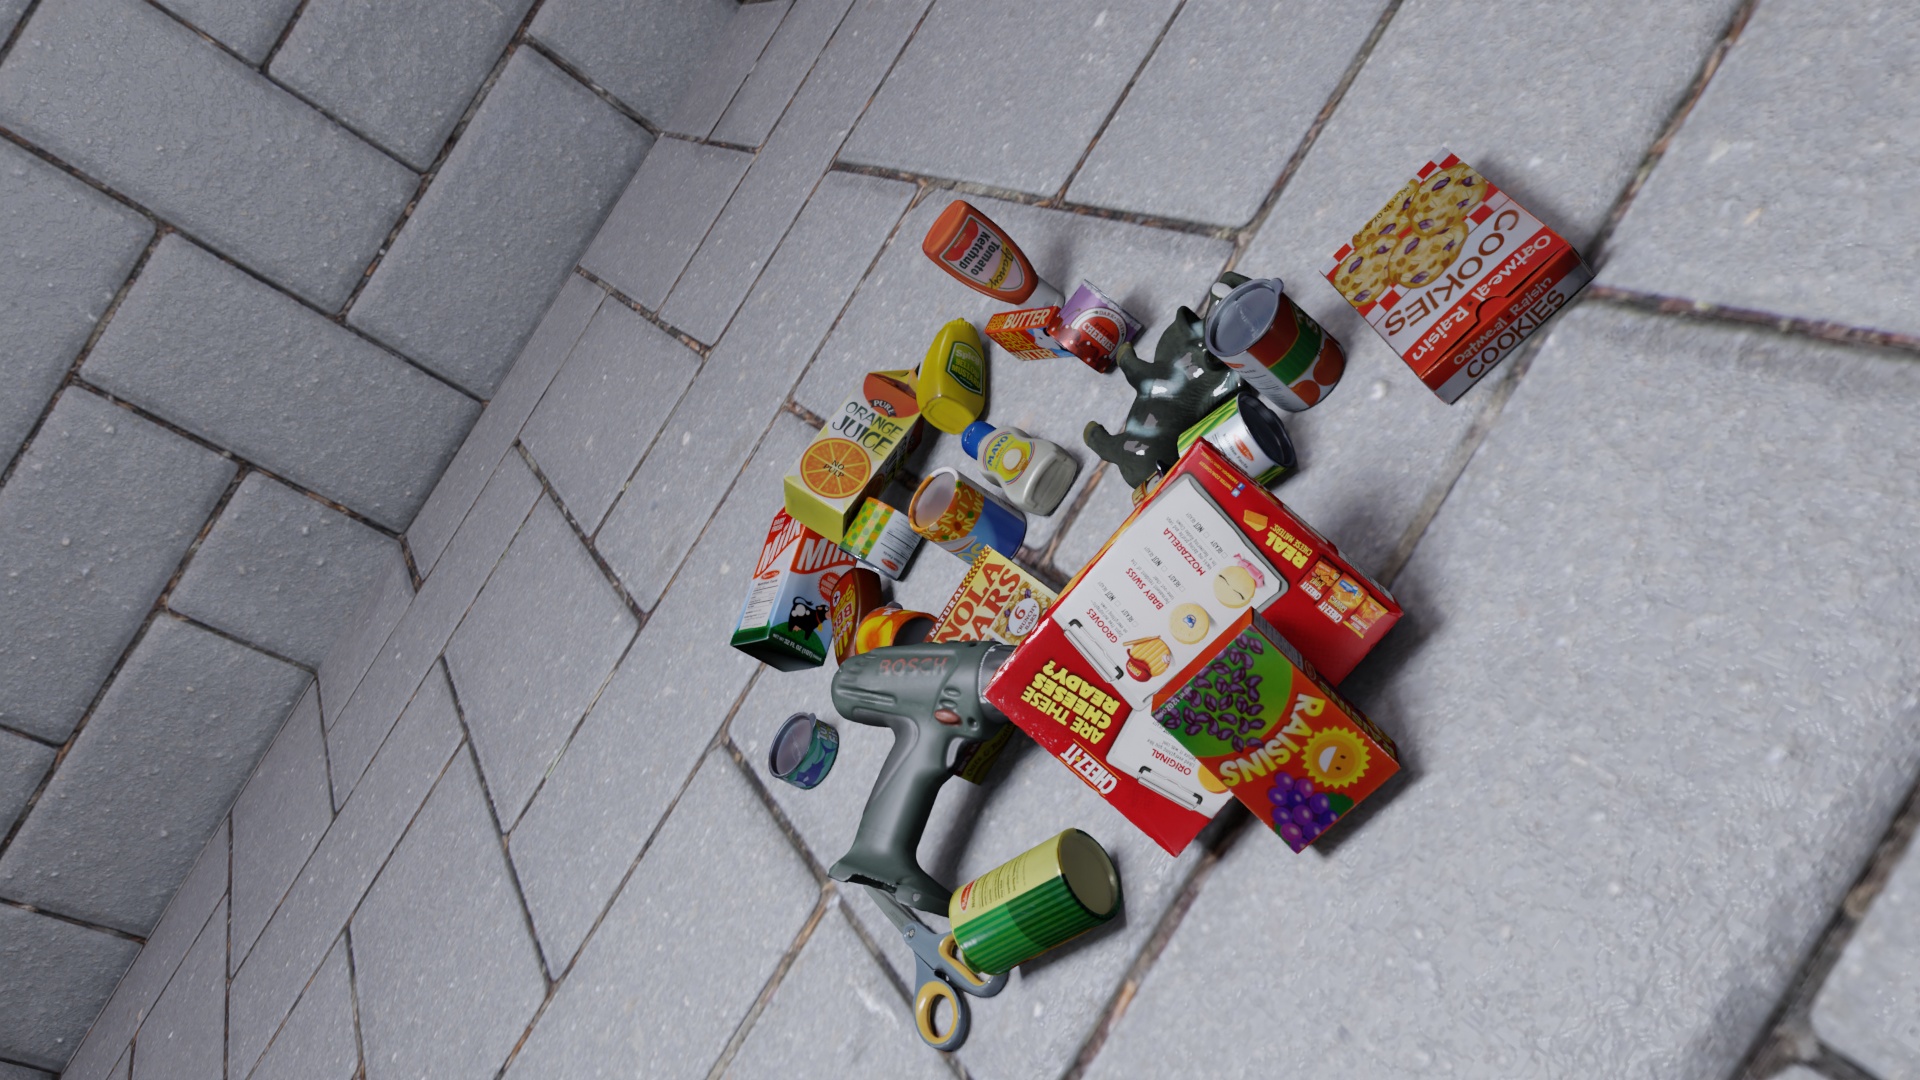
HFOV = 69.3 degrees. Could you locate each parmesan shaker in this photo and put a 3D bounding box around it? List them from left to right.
[{"bbox_3d":[0.051,0.249,0.949,0.102,0.071,0.072,-36,38,30],"label":"parmesan shaker"}]

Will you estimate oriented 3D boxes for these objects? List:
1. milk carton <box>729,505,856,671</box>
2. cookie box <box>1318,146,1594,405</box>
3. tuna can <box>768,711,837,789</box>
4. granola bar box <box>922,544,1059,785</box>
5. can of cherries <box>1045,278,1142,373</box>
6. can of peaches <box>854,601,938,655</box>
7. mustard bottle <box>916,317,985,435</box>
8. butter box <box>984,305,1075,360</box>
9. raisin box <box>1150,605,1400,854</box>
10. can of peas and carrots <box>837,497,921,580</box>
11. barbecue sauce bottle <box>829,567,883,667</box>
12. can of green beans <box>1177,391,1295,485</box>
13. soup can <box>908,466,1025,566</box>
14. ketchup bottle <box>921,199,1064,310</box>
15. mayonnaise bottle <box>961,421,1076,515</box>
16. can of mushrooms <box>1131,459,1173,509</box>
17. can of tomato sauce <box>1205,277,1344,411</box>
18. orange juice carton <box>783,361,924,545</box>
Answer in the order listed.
[{"bbox_3d":[-0.160,0.032,1.423,0.073,0.072,0.191,-14,53,48],"label":"milk carton"},{"bbox_3d":[0.336,-0.187,0.963,0.122,0.040,0.168,-45,34,19],"label":"cookie box"},{"bbox_3d":[-0.145,0.195,1.297,0.071,0.033,0.071,-34,39,33],"label":"tuna can"},{"bbox_3d":[0.018,0.100,1.145,0.165,0.039,0.124,-57,36,1],"label":"granola bar box"},{"bbox_3d":[0.119,-0.190,1.237,0.058,0.071,0.072,-51,32,11],"label":"can of cherries"},{"bbox_3d":[-0.051,0.091,1.225,0.058,0.071,0.071,4,66,55],"label":"can of peaches"},{"bbox_3d":[-0.006,-0.179,1.405,0.048,0.065,0.161,-37,33,37],"label":"mustard bottle"},{"bbox_3d":[0.073,-0.196,1.320,0.103,0.053,0.024,6,66,55],"label":"butter box"},{"bbox_3d":[0.187,0.114,0.829,0.086,0.123,0.040,-46,1,16],"label":"raisin box"},{"bbox_3d":[-0.078,-0.002,1.343,0.059,0.071,0.071,-60,32,-5],"label":"can of peas and carrots"},{"bbox_3d":[-0.094,0.096,1.301,0.064,0.044,0.149,-56,29,33],"label":"barbecue sauce bottle"},{"bbox_3d":[0.202,-0.066,1.018,0.057,0.071,0.071,-36,38,32],"label":"can of green beans"},{"bbox_3d":[0.004,-0.015,1.227,0.071,0.083,0.072,-34,39,34],"label":"soup can"},{"bbox_3d":[0.036,-0.262,1.336,0.064,0.148,0.044,-53,32,10],"label":"ketchup bottle"},{"bbox_3d":[0.047,-0.073,1.258,0.064,0.041,0.148,-58,32,3],"label":"mayonnaise bottle"},{"bbox_3d":[0.160,-0.024,1.035,0.033,0.071,0.071,-44,34,24],"label":"can of mushrooms"},{"bbox_3d":[0.234,-0.145,1.026,0.071,0.083,0.071,-34,39,33],"label":"can of tomato sauce"},{"bbox_3d":[-0.094,-0.096,1.396,0.193,0.073,0.071,-55,-11,-26],"label":"orange juice carton"}]
